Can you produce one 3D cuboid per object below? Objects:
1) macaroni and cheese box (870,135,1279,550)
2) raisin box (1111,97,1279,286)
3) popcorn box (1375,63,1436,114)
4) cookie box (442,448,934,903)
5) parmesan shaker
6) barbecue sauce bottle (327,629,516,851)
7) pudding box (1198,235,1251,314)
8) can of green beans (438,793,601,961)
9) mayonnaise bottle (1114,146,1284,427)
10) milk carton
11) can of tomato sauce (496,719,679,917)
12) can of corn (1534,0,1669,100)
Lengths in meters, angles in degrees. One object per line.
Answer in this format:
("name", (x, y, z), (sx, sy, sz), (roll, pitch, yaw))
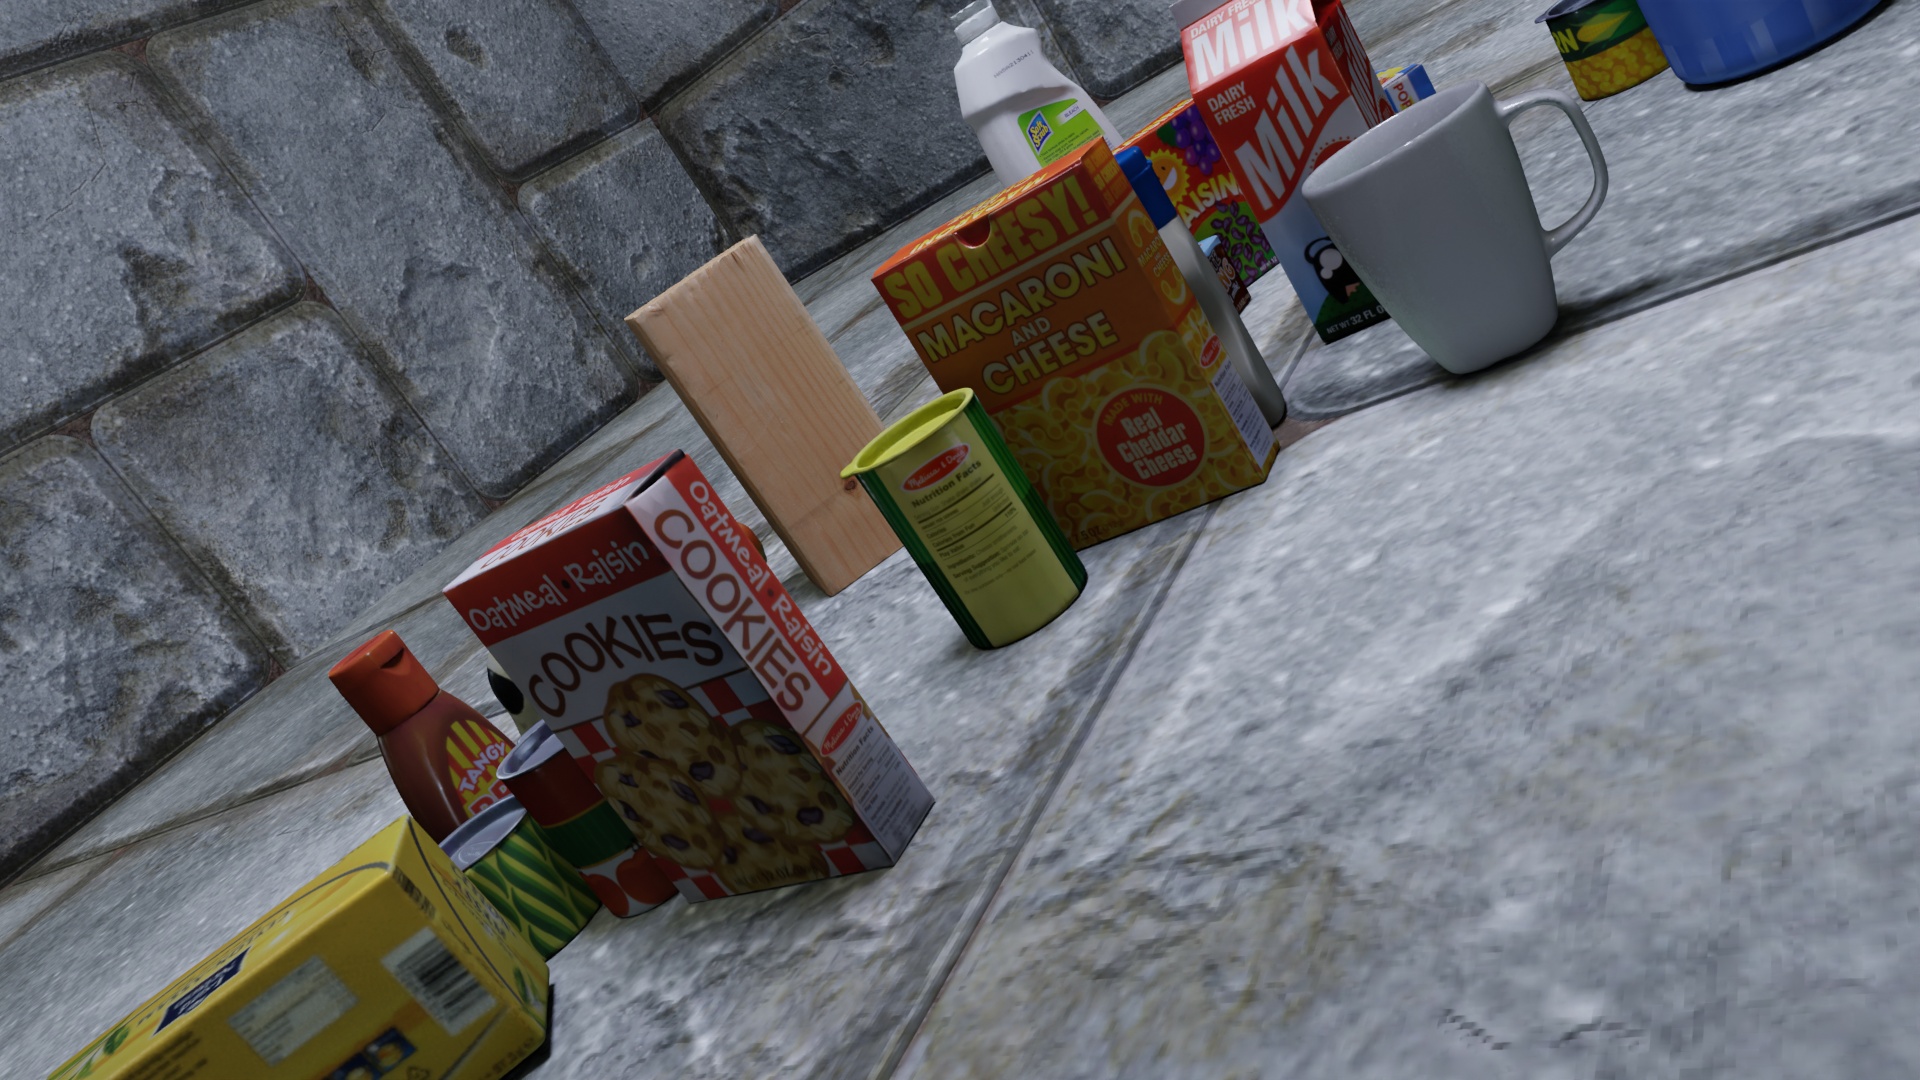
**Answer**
("macaroni and cheese box", (0.053, -0.083, 0.646), (0.123, 0.166, 0.040), (-22, 19, 34))
("raisin box", (0.156, -0.223, 0.933), (0.086, 0.123, 0.040), (-37, 16, -13))
("popcorn box", (0.264, -0.246, 0.865), (0.038, 0.085, 0.127), (-33, 16, 2))
("cookie box", (-0.105, 0.059, 0.535), (0.122, 0.167, 0.040), (-21, 20, 38))
("parmesan shaker", (0.002, -0.008, 0.640), (0.071, 0.103, 0.071), (-31, 16, 10))
("barbecue sauce bottle", (-0.249, 0.113, 0.686), (0.043, 0.148, 0.065), (-24, 18, 30))
("pudding box", (0.147, -0.151, 0.874), (0.030, 0.049, 0.084), (-19, 21, 41))
("can of green beans", (-0.206, 0.158, 0.636), (0.071, 0.057, 0.071), (-30, 16, 10))
("mayonnaise bottle", (0.108, -0.120, 0.682), (0.041, 0.148, 0.065), (-30, 16, 14))
("milk carton", (0.183, -0.208, 0.719), (0.072, 0.190, 0.074), (-23, 19, 33))
("can of tomato sauce", (-0.154, 0.115, 0.617), (0.071, 0.083, 0.071), (-31, 16, 10))
("can of corn", (0.395, -0.308, 0.843), (0.071, 0.058, 0.071), (-30, 16, 10))
